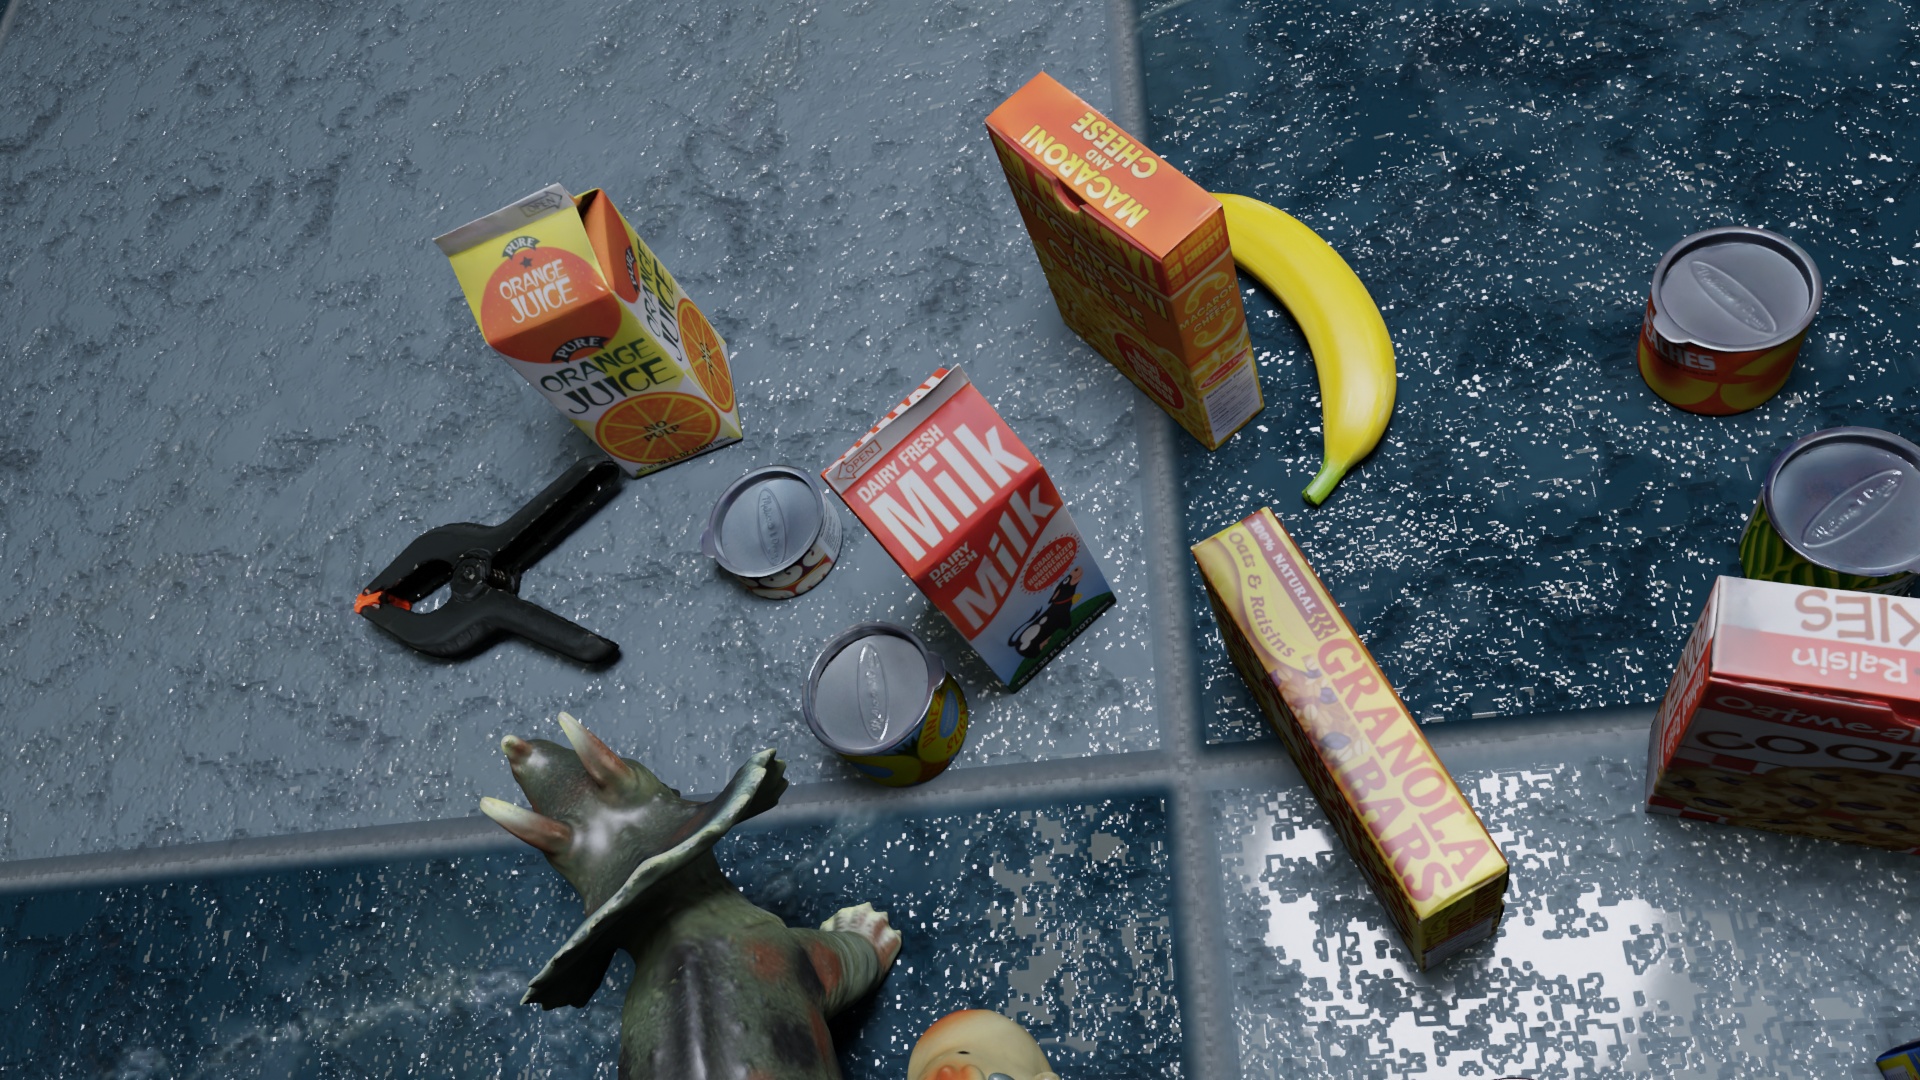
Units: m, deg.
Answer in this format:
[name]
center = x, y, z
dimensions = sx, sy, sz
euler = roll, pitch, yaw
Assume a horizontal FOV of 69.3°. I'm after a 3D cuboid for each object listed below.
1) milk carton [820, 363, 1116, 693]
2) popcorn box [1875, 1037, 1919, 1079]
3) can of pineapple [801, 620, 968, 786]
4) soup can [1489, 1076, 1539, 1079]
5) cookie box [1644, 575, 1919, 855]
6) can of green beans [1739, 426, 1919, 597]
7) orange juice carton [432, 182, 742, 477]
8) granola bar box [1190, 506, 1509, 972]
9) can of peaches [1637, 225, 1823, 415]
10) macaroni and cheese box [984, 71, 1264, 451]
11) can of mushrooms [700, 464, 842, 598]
[milk carton]
center = 0.002, -0.008, 0.621
dimensions = 0.072, 0.190, 0.073
euler = -41, 59, -4
[popcorn box]
center = 0.388, 0.164, 0.466
dimensions = 0.126, 0.085, 0.038
euler = -25, 60, 6
[can of pineapple]
center = -0.033, 0.079, 0.666
dimensions = 0.071, 0.057, 0.071
euler = -8, 63, 15
[soup can]
center = 0.199, 0.230, 0.498
dimensions = 0.071, 0.083, 0.071
euler = -8, 63, 15
[cookie box]
center = 0.319, 0.069, 0.489
dimensions = 0.123, 0.167, 0.040
euler = 7, 68, 22
[can of green beans]
center = 0.364, -0.004, 0.574
dimensions = 0.071, 0.057, 0.071
euler = -8, 63, 15
[orange juice carton]
center = -0.192, -0.116, 0.739
dimensions = 0.072, 0.192, 0.073
euler = -19, 60, 9
[granola bar box]
center = 0.157, 0.081, 0.563
dimensions = 0.039, 0.124, 0.166
euler = -29, 59, 3
[can of peaches]
center = 0.343, -0.097, 0.627
dimensions = 0.071, 0.058, 0.071
euler = -8, 63, 15
[macaroni and cheese box]
center = 0.082, -0.128, 0.668
dimensions = 0.040, 0.166, 0.124
euler = -41, 59, -4
[can of mushrooms]
center = -0.101, -0.004, 0.745
dimensions = 0.071, 0.033, 0.071
euler = -8, 63, 15
